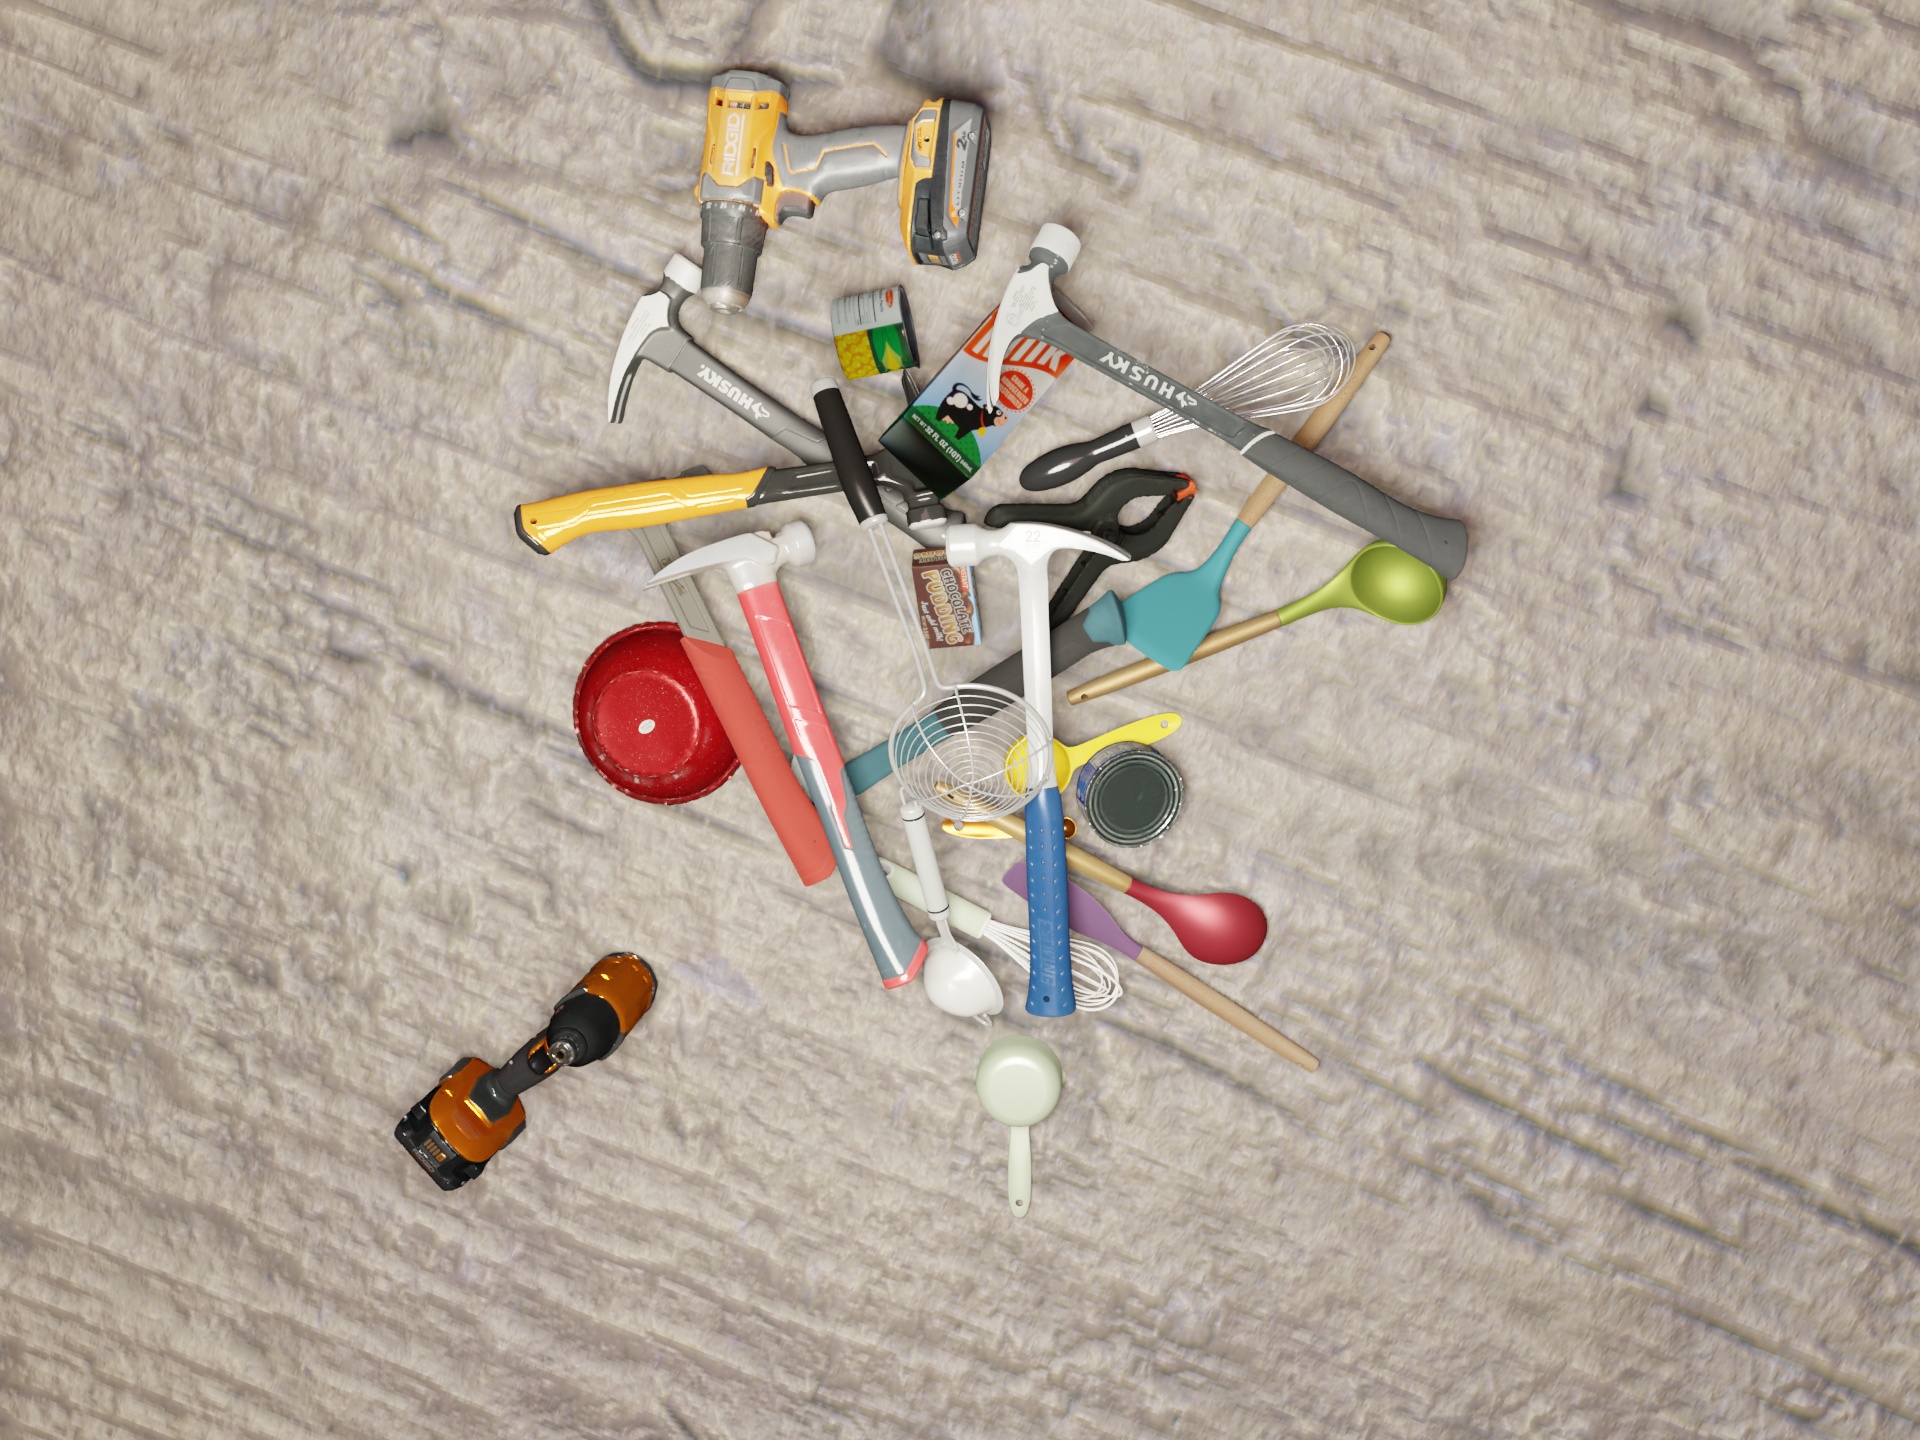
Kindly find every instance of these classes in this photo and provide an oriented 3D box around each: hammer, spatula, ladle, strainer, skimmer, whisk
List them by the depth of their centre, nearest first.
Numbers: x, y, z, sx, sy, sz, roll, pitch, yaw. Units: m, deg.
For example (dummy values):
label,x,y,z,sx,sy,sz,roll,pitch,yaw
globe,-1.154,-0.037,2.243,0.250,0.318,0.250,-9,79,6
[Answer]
label,x,y,z,sx,sy,sz,roll,pitch,yaw
hammer,0.207,-0.217,1.212,0.409,0.036,0.149,29,80,-4
skimmer,-0.037,-0.095,1.245,0.127,0.090,0.363,-23,80,18
hammer,-0.184,-0.190,1.264,0.337,0.034,0.127,-11,89,-7
whisk,0.178,-0.246,1.278,0.284,0.070,0.070,-21,97,13
hammer,0.071,0.042,1.280,0.144,0.035,0.405,-1,102,9
spatula,0.243,-0.182,1.285,0.082,0.044,0.317,40,99,26
hammer,-0.128,0.037,1.287,0.143,0.038,0.386,-20,89,-21
ladle,0.237,-0.069,1.299,0.320,0.062,0.078,-21,117,11
hammer,-0.201,-0.026,1.309,0.149,0.037,0.359,-27,92,-22
hammer,-0.137,-0.230,1.317,0.335,0.035,0.146,35,100,-1
hammer,-0.002,-0.004,1.324,0.331,0.033,0.128,-32,94,16
strainer,-0.019,0.166,1.326,0.087,0.050,0.258,11,125,41
ladle,0.118,0.125,1.332,0.315,0.031,0.069,27,106,-6
spatula,0.175,0.212,1.361,0.316,0.018,0.059,34,141,-3
whisk,0.027,0.180,1.365,0.246,0.059,0.058,27,64,4

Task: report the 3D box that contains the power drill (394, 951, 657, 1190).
label,x,y,z,sx,sy,sz,roll,pitch,yaw
power drill,-0.371,0.300,1.358,0.226,0.164,0.084,-39,94,12

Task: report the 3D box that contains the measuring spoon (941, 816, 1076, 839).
label,x,y,z,sx,sy,sz,roll,pitch,yaw
measuring spoon,0.042,0.091,1.366,0.117,0.011,0.021,1,99,9

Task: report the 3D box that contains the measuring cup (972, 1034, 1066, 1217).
label,x,y,z,sx,sy,sz,roll,pitch,yaw
measuring cup,0.051,0.361,1.391,0.083,0.038,0.167,0,97,5

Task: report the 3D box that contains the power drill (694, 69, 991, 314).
label,x,y,z,sx,sy,sz,roll,pitch,yaw
power drill,-0.099,-0.407,1.254,0.226,0.084,0.185,8,91,7

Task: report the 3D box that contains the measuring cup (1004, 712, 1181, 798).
label,x,y,z,sx,sy,sz,roll,pitch,yaw
measuring cup,0.111,0.022,1.344,0.156,0.029,0.062,-19,102,-4
